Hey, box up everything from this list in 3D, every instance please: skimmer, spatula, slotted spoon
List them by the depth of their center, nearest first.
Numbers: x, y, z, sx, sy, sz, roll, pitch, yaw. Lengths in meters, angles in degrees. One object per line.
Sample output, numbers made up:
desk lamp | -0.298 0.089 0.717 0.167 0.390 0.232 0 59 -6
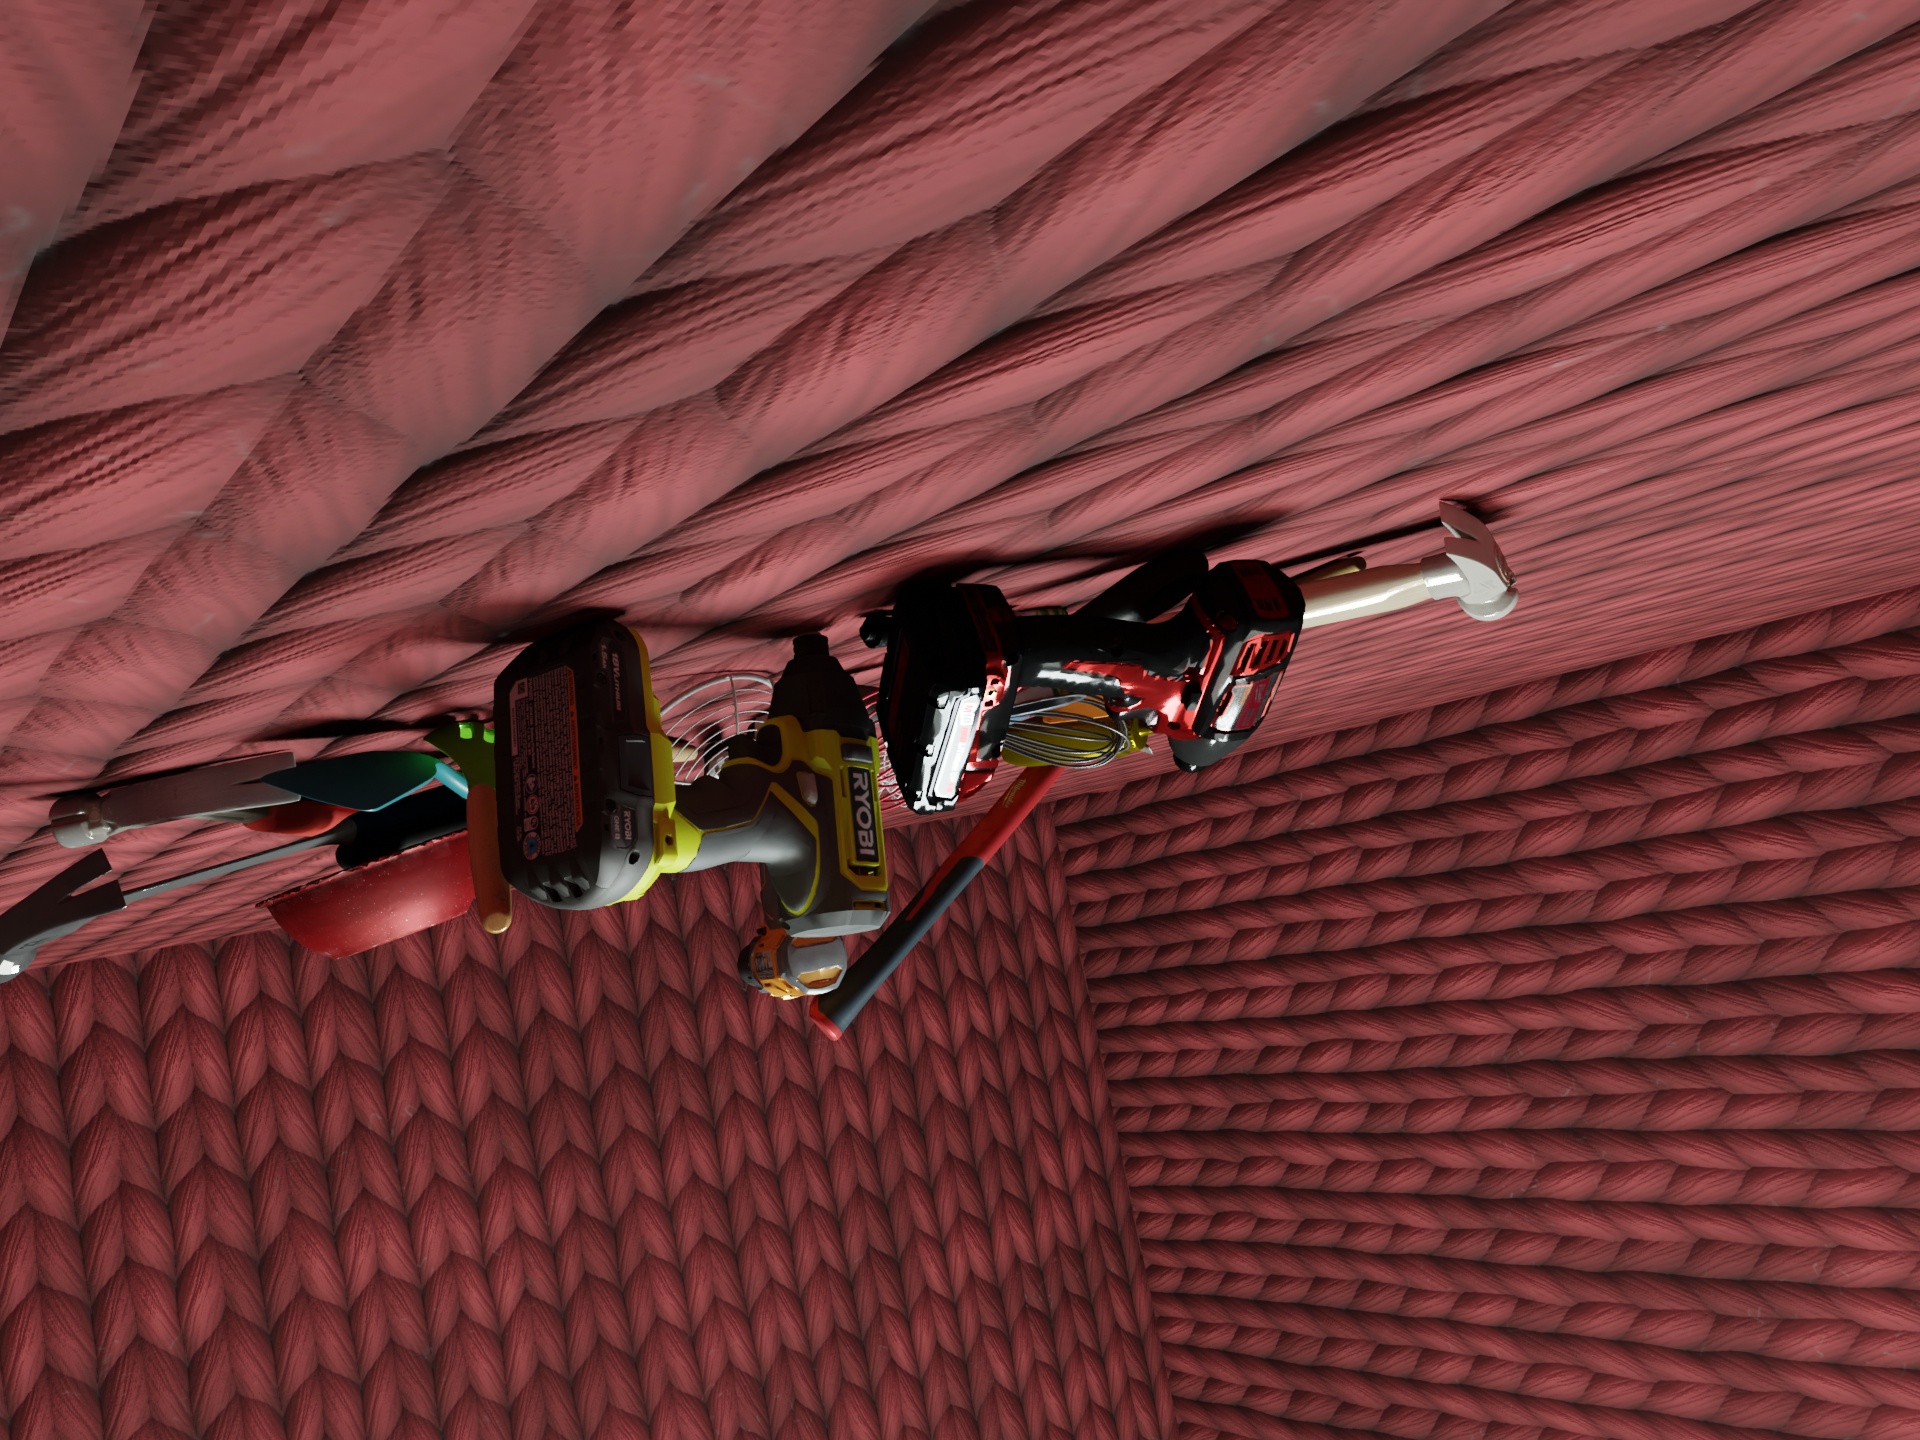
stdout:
slotted spoon | -0.258 0.050 0.868 0.070 0.031 0.314 20 -172 -22
spatula | -0.310 0.059 1.037 0.082 0.044 0.317 12 171 21
skimmer | -0.189 0.015 1.159 0.127 0.090 0.363 -42 -170 -6

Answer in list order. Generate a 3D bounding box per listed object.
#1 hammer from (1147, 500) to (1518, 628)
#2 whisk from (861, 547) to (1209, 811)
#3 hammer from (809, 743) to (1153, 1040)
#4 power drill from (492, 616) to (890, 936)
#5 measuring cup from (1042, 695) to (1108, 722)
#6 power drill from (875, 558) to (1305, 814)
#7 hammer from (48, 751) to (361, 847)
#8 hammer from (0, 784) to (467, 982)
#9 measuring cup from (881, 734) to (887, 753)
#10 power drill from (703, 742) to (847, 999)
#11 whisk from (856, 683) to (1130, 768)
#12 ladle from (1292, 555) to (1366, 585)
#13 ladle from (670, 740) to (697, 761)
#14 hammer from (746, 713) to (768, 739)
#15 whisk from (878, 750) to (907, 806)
hammer | 0.141 -0.061 1.039 0.410 0.038 0.146 -12 164 27
whisk | 0.023 -0.022 0.948 0.296 0.073 0.073 -31 165 27
hammer | 0.012 0.132 1.414 0.386 0.038 0.143 -48 -145 -20
power drill | -0.128 0.024 0.831 0.080 0.171 0.223 -16 164 35
measuring cup | 0.123 -0.033 1.142 0.095 0.052 0.174 -11 -178 -32
power drill | 0.072 -0.016 0.874 0.219 0.079 0.143 -5 139 -17
hammer | -0.471 0.066 1.125 0.149 0.037 0.359 -11 174 0
hammer | -0.399 0.073 1.018 0.144 0.035 0.405 -26 176 37
measuring cup | -0.001 -0.008 1.423 0.156 0.029 0.062 -22 178 -26
power drill | -0.169 0.134 1.407 0.084 0.226 0.185 -7 173 -25
whisk | -0.002 -0.003 1.086 0.239 0.055 0.055 7 178 12
ladle | 0.188 -0.068 1.161 0.069 0.031 0.315 -13 174 -29
ladle | -0.243 0.033 1.166 0.078 0.062 0.320 10 179 6
hammer | 0.003 -0.014 1.283 0.336 0.034 0.127 -8 174 -30
whisk | -0.031 0.033 1.592 0.070 0.070 0.284 -9 168 -24
